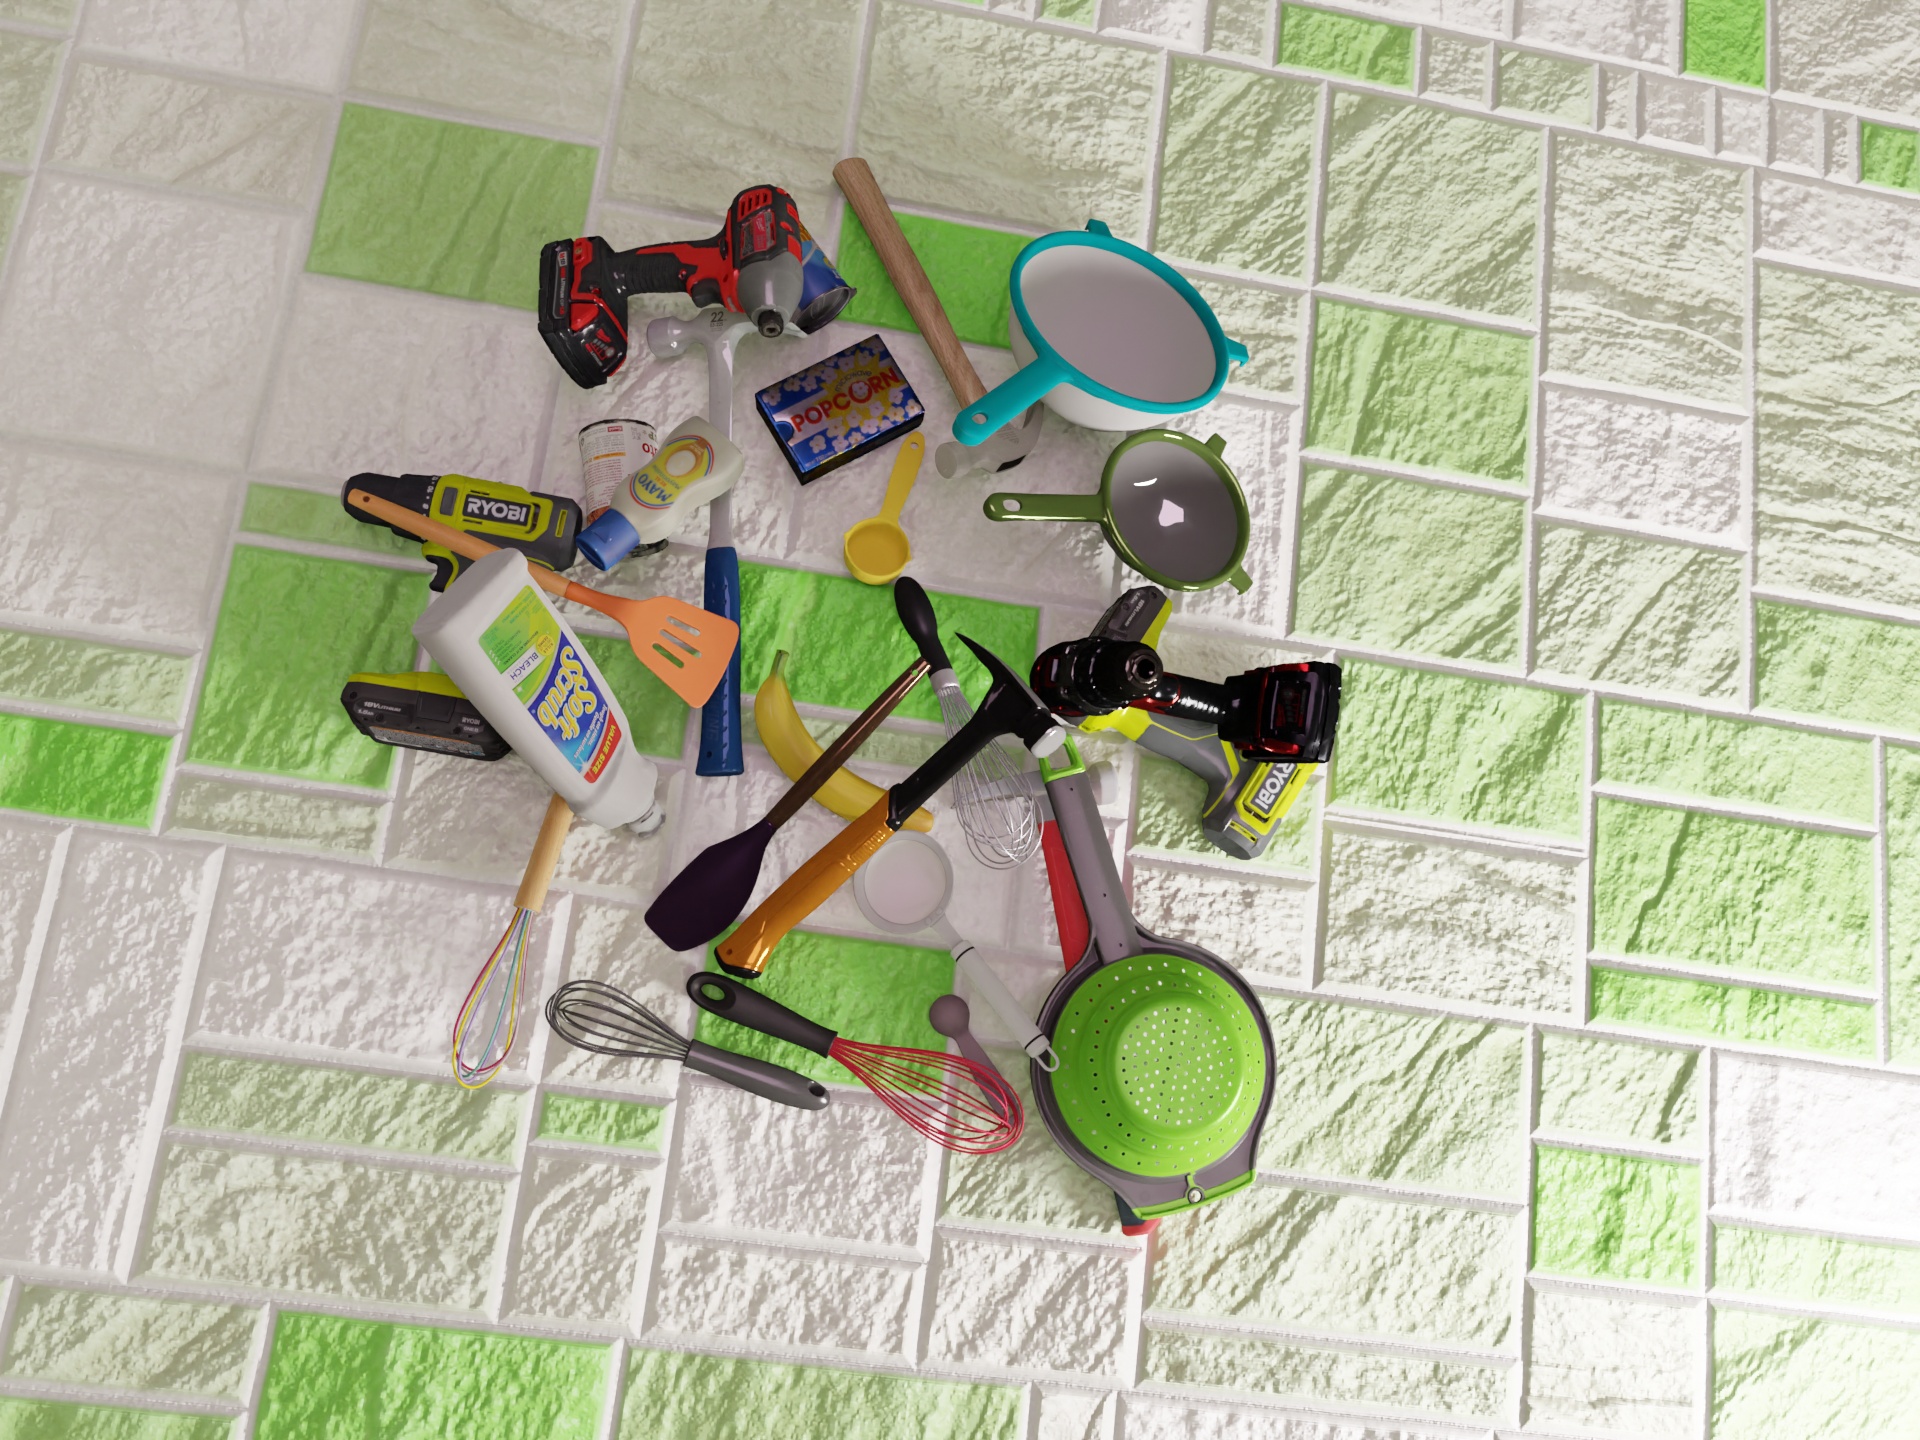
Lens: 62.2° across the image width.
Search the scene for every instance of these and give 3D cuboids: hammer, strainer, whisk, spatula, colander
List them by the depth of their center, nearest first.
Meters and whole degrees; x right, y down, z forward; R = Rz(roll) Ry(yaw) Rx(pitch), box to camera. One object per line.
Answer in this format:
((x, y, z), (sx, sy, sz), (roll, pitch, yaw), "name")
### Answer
((0.138, 0.194, 1.267), (0.204, 0.094, 0.397), (-16, 80, -8), "colander")
((-0.216, 0.264, 1.270), (0.239, 0.055, 0.055), (22, 76, -8), "whisk")
((-0.354, 0.173, 1.274), (0.047, 0.051, 0.245), (24, 70, -24), "whisk")
((-0.337, -0.111, 1.274), (0.322, 0.041, 0.081), (24, 71, -2), "spatula")
((-0.074, 0.081, 1.281), (0.337, 0.034, 0.127), (-43, 60, 5), "hammer")
((-0.086, 0.270, 1.281), (0.296, 0.073, 0.073), (24, 76, 4), "whisk")
((-0.004, 0.183, 1.293), (0.087, 0.050, 0.259), (-41, 69, 3), "strainer")
((-0.135, 0.067, 1.300), (0.060, 0.018, 0.316), (43, 91, 1), "spatula")
((0.095, 0.232, 1.323), (0.143, 0.038, 0.386), (-9, 79, -9), "hammer")
((-0.003, -0.004, 1.331), (0.070, 0.070, 0.285), (-17, 65, -11), "whisk")
((-0.198, -0.156, 1.347), (0.144, 0.035, 0.405), (-4, 81, 21), "hammer")
((0.087, -0.293, 1.369), (0.211, 0.095, 0.340), (43, 51, 6), "strainer")
((0.128, -0.174, 1.381), (0.256, 0.069, 0.151), (-2, 76, -24), "strainer")
((-0.028, -0.366, 1.424), (0.130, 0.031, 0.331), (-18, 74, -34), "hammer")

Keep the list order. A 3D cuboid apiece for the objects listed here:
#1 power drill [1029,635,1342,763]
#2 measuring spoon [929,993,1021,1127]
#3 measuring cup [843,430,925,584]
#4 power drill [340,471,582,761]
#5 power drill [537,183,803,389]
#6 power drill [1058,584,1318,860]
((0.181, -0.022, 1.239), (0.226, 0.188, 0.080), (10, 86, -16), "power drill")
((0.016, 0.281, 1.311), (0.034, 0.018, 0.124), (-31, 85, -13), "measuring spoon")
((-0.060, -0.187, 1.403), (0.062, 0.029, 0.157), (20, 64, -4), "measuring cup")
((-0.425, -0.094, 1.300), (0.190, 0.080, 0.229), (10, 74, -7), "power drill")
((-0.237, -0.361, 1.335), (0.219, 0.078, 0.143), (-12, 62, 10), "power drill")
((0.206, -0.010, 1.374), (0.223, 0.080, 0.171), (35, 76, -4), "power drill")
